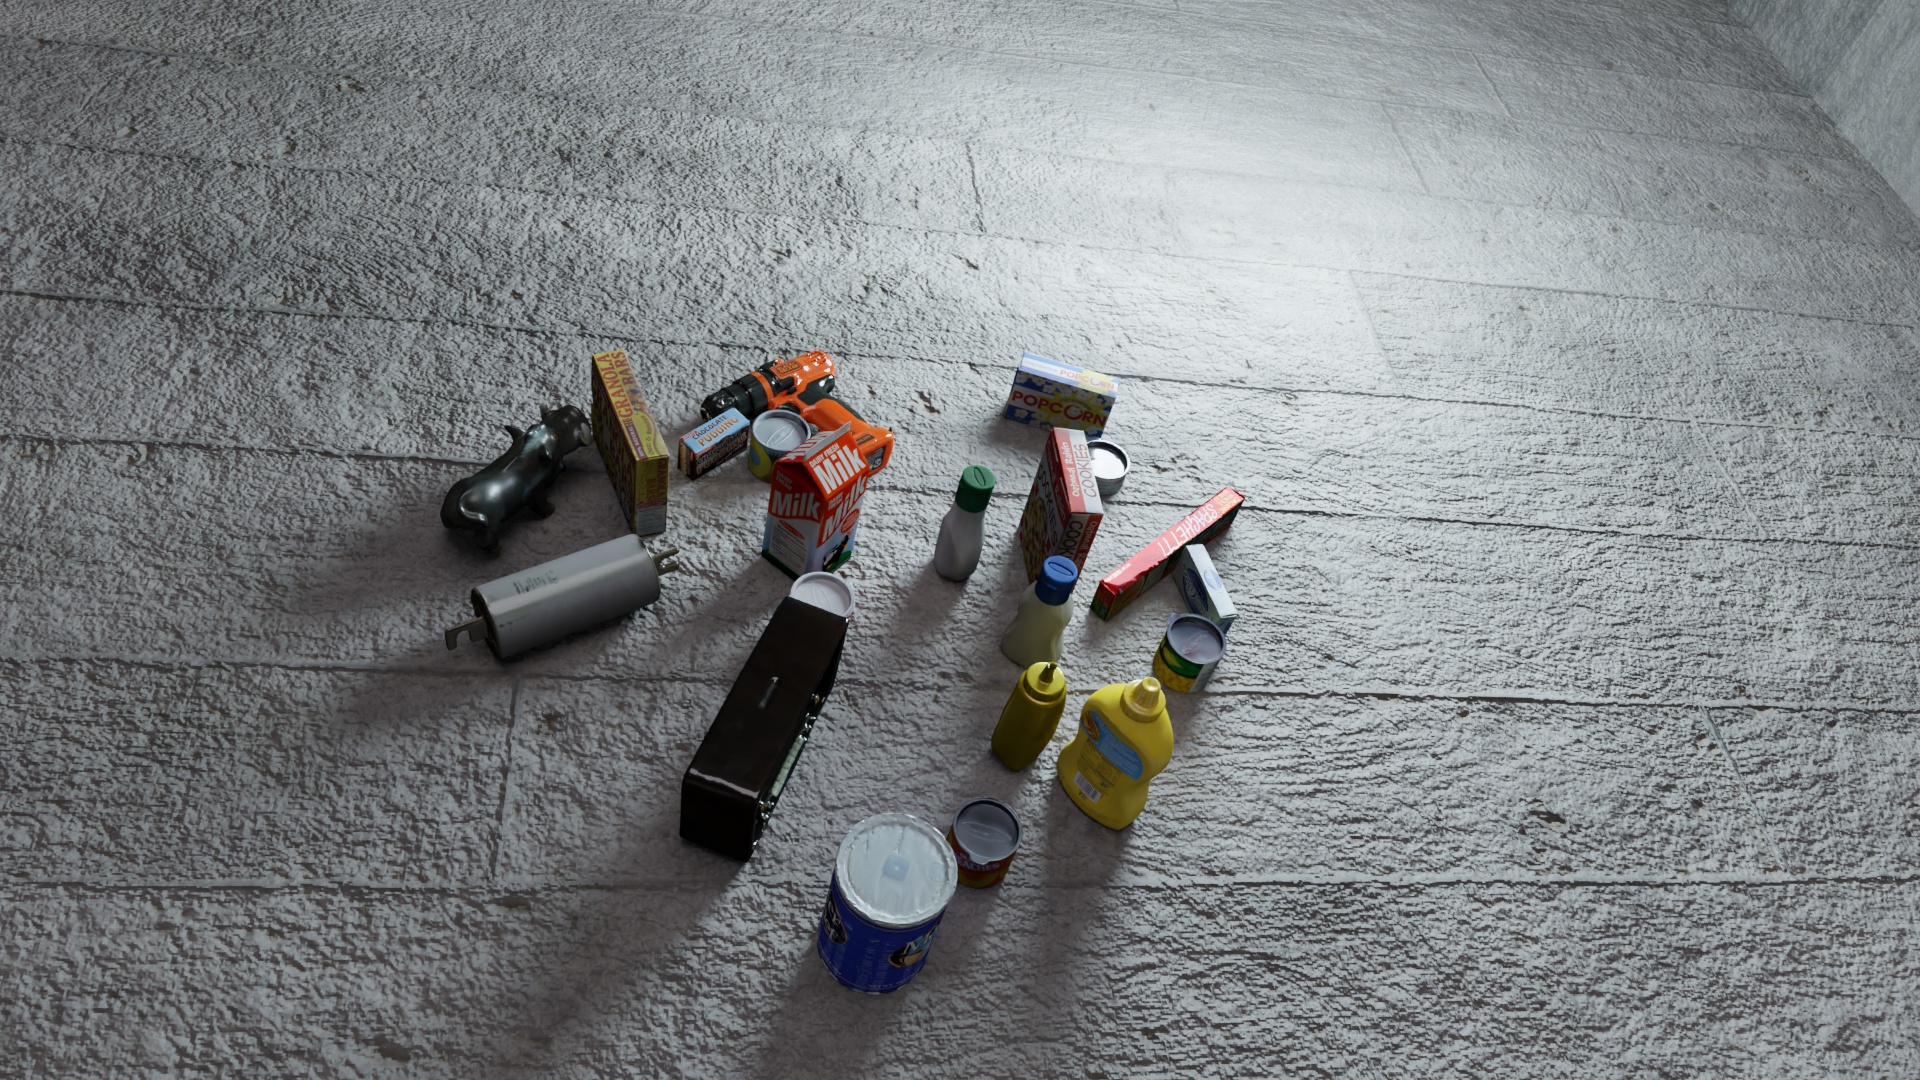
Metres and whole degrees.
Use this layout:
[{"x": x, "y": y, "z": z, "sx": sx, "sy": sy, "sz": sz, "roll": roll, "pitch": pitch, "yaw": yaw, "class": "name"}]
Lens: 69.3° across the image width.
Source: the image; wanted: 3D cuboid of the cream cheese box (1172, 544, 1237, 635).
[{"x": 0.275, "y": 0.060, "z": 1.565, "sx": 0.024, "sy": 0.053, "sz": 0.104, "roll": -6, "pitch": 51, "yaw": -19, "class": "cream cheese box"}]

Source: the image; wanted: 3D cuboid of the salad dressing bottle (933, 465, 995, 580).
[{"x": 0.005, "y": -0.019, "z": 1.502, "sx": 0.044, "sy": 0.146, "sz": 0.064, "roll": -6, "pitch": 51, "yaw": -19, "class": "salad dressing bottle"}]

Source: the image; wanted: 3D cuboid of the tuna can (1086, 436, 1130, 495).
[{"x": 0.169, "y": -0.090, "z": 1.685, "sx": 0.071, "sy": 0.032, "sz": 0.071, "roll": 7, "pitch": 48, "yaw": -8, "class": "tuna can"}]

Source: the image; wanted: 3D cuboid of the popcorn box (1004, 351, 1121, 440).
[{"x": 0.125, "y": -0.175, "z": 1.713, "sx": 0.127, "sy": 0.084, "sz": 0.038, "roll": 16, "pitch": 48, "yaw": 0, "class": "popcorn box"}]

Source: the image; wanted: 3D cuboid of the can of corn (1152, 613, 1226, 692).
[{"x": 0.245, "y": 0.121, "z": 1.501, "sx": 0.071, "sy": 0.058, "sz": 0.071, "roll": 7, "pitch": 48, "yaw": -8, "class": "can of corn"}]

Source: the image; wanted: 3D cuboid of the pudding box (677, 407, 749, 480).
[{"x": -0.280, "y": -0.110, "z": 1.575, "sx": 0.030, "sy": 0.049, "sz": 0.084, "roll": 39, "pitch": 51, "yaw": 19, "class": "pudding box"}]

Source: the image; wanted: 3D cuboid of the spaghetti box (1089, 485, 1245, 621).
[{"x": 0.241, "y": 0.012, "z": 1.602, "sx": 0.029, "sy": 0.049, "sz": 0.251, "roll": 41, "pitch": 52, "yaw": 21, "class": "spaghetti box"}]

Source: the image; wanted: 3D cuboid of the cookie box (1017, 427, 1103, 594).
[{"x": 0.106, "y": -0.021, "z": 1.517, "sx": 0.040, "sy": 0.166, "sz": 0.123, "roll": 2, "pitch": 49, "yaw": -13, "class": "cookie box"}]

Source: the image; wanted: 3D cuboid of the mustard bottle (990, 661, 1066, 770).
[{"x": 0.073, "y": 0.161, "z": 1.353, "sx": 0.049, "sy": 0.159, "sz": 0.065, "roll": 38, "pitch": 51, "yaw": 19, "class": "mustard bottle"}]

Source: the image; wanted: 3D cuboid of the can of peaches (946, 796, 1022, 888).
[{"x": 0.019, "y": 0.285, "z": 1.298, "sx": 0.071, "sy": 0.057, "sz": 0.071, "roll": 7, "pitch": 48, "yaw": -8, "class": "can of peaches"}]

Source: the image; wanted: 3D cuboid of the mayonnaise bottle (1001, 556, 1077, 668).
[{"x": 0.087, "y": 0.076, "z": 1.440, "sx": 0.065, "sy": 0.147, "sz": 0.041, "roll": 26, "pitch": 48, "yaw": 9, "class": "mayonnaise bottle"}]

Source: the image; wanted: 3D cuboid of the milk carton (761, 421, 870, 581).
[{"x": -0.151, "y": -0.043, "z": 1.454, "sx": 0.073, "sy": 0.189, "sz": 0.073, "roll": 36, "pitch": 50, "yaw": 17, "class": "milk carton"}]

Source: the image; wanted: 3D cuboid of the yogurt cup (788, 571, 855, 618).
[{"x": -0.146, "y": 0.075, "z": 1.444, "sx": 0.072, "sy": 0.053, "sz": 0.073, "roll": 7, "pitch": 48, "yaw": -8, "class": "yogurt cup"}]

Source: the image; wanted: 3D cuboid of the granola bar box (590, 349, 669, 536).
[{"x": -0.359, "y": -0.105, "z": 1.500, "sx": 0.039, "sy": 0.123, "sz": 0.166, "roll": -13, "pitch": 54, "yaw": -24, "class": "granola bar box"}]

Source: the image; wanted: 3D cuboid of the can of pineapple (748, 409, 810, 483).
[{"x": -0.206, "y": -0.105, "z": 1.584, "sx": 0.071, "sy": 0.057, "sz": 0.071, "roll": 7, "pitch": 48, "yaw": -8, "class": "can of pineapple"}]
